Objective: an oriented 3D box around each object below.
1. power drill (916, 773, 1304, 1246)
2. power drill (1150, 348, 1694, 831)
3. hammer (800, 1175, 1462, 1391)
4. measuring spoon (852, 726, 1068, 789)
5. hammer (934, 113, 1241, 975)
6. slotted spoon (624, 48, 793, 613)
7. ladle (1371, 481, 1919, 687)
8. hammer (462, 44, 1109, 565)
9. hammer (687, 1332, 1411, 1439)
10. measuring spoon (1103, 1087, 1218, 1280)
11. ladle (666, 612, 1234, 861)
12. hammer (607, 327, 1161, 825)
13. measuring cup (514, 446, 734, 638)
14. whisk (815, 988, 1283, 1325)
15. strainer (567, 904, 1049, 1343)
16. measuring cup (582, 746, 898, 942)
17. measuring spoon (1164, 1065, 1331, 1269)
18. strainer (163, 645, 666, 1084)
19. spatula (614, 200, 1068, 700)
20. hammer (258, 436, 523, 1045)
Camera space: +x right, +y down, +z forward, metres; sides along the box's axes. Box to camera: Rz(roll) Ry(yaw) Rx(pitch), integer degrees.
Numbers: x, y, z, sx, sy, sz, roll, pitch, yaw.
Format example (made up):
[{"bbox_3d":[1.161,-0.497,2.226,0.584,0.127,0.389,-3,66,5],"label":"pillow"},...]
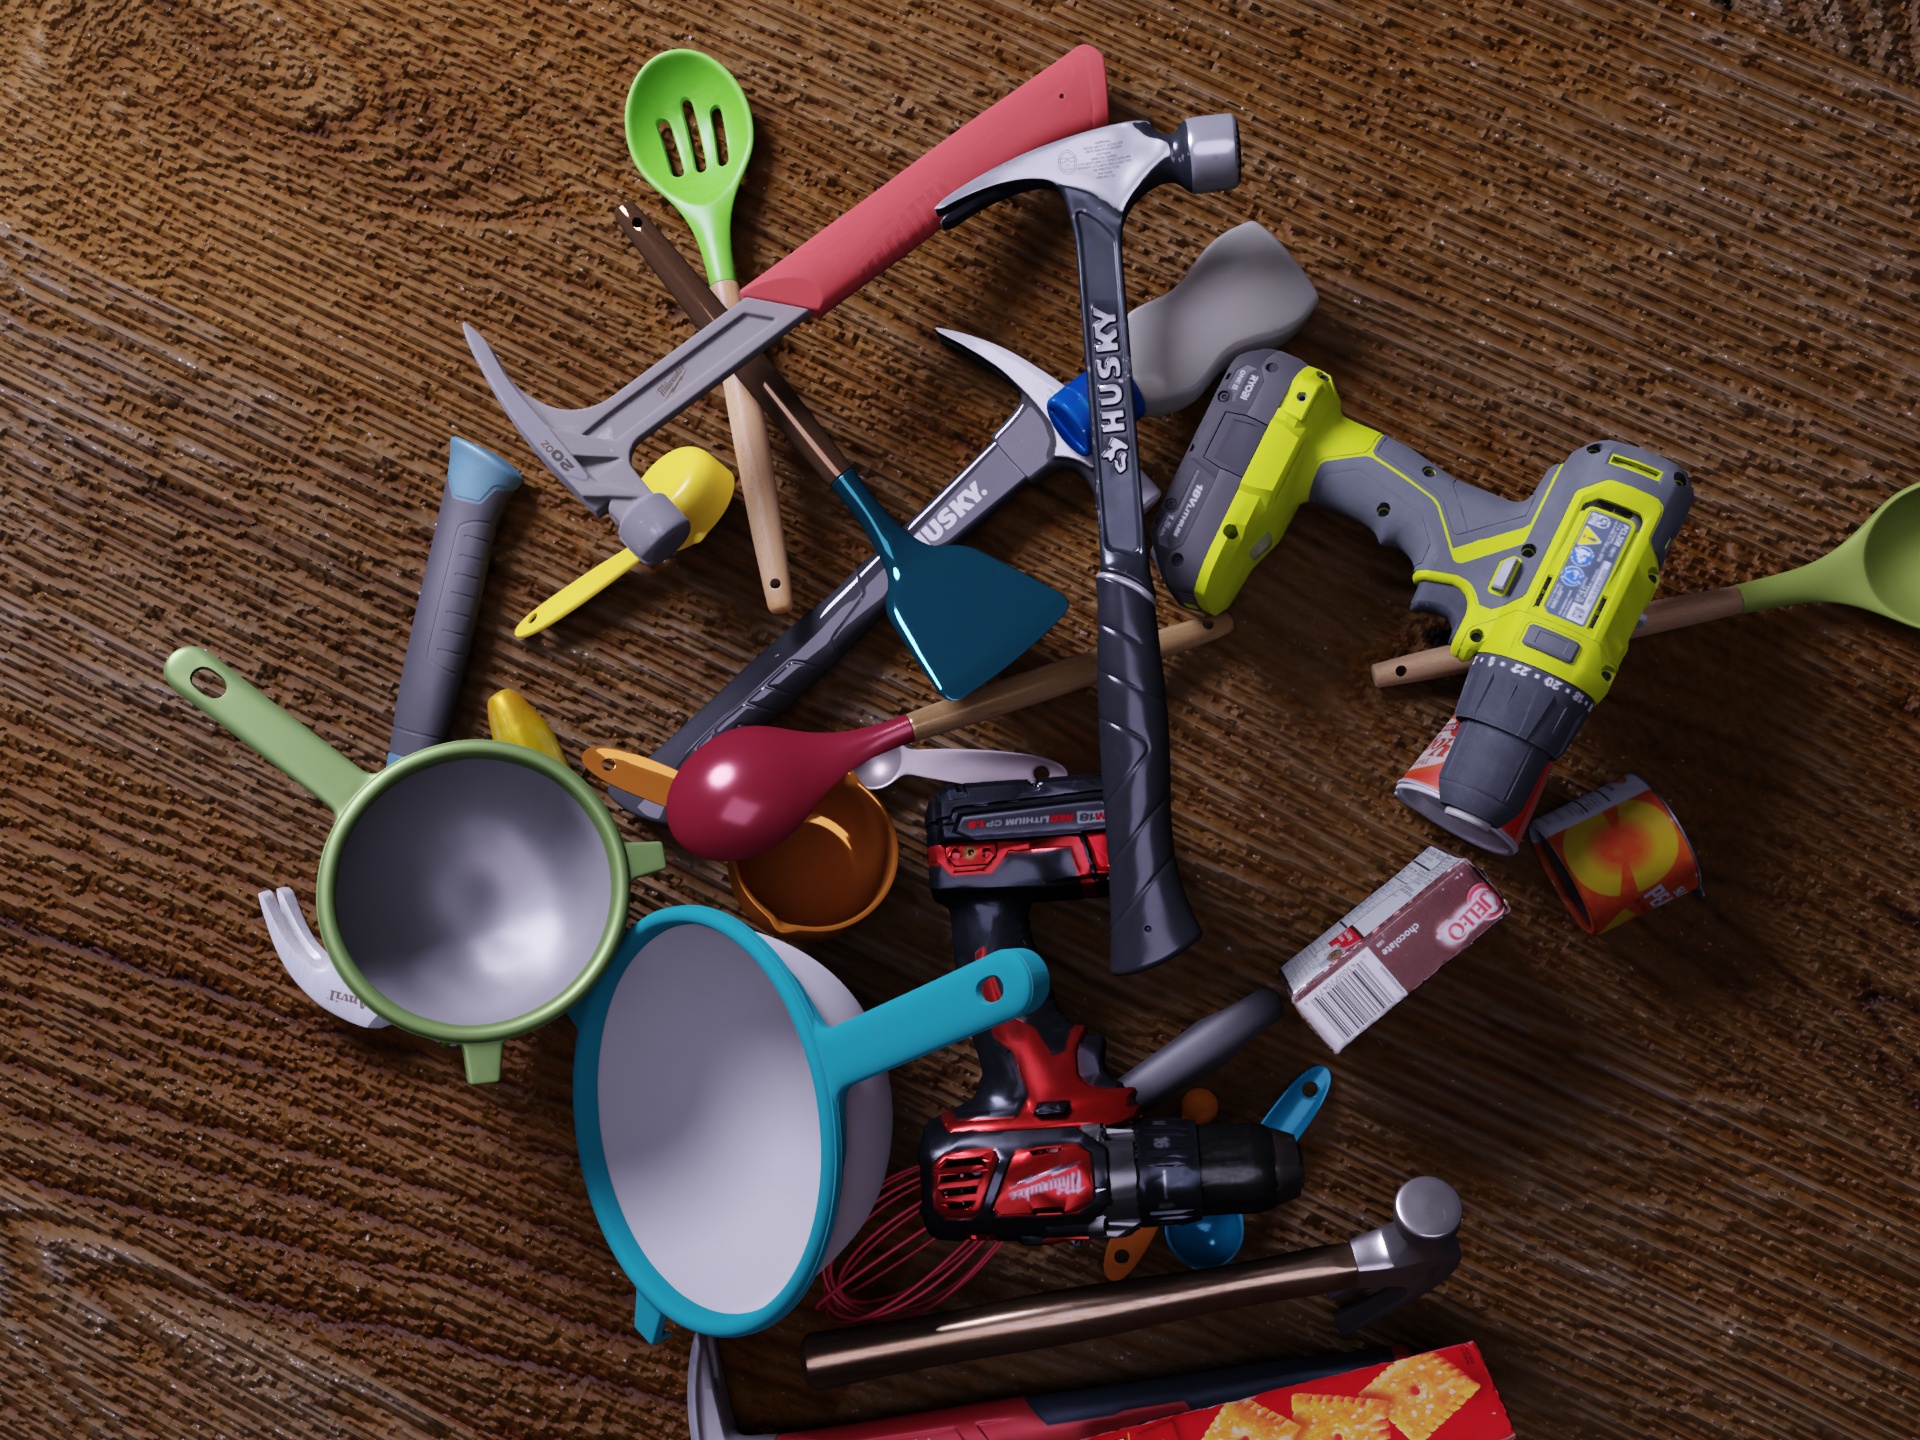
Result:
[{"bbox_3d":[0.069,0.145,0.801,0.188,0.080,0.227,-4,75,5],"label":"power drill"},{"bbox_3d":[0.215,-0.070,0.786,0.228,0.080,0.190,26,89,18],"label":"power drill"},{"bbox_3d":[0.084,0.295,0.801,0.331,0.129,0.031,-12,52,4],"label":"hammer"},{"bbox_3d":[-0.003,0.025,0.871,0.124,0.018,0.034,5,91,-1],"label":"measuring spoon"},{"bbox_3d":[0.073,-0.083,0.765,0.149,0.036,0.409,-4,87,8],"label":"hammer"},{"bbox_3d":[-0.125,-0.210,0.858,0.070,0.031,0.314,-12,83,3],"label":"slotted spoon"},{"bbox_3d":[0.372,-0.057,0.809,0.320,0.062,0.078,-12,89,8],"label":"ladle"},{"bbox_3d":[-0.069,-0.241,0.814,0.359,0.036,0.149,-40,84,-11],"label":"hammer"},{"bbox_3d":[0.046,0.363,0.852,0.386,0.038,0.143,-11,87,6],"label":"hammer"},{"bbox_3d":[0.107,0.252,0.858,0.021,0.011,0.117,27,93,5],"label":"measuring spoon"},{"bbox_3d":[-0.001,-0.003,0.825,0.315,0.031,0.069,-19,69,-11],"label":"ladle"},{"bbox_3d":[-0.063,-0.064,0.864,0.335,0.035,0.146,-42,87,5],"label":"hammer"},{"bbox_3d":[-0.192,-0.096,0.870,0.156,0.062,0.029,-33,131,13],"label":"measuring cup"},{"bbox_3d":[0.046,0.229,0.844,0.296,0.073,0.073,-34,87,0],"label":"whisk"},{"bbox_3d":[-0.061,0.172,0.781,0.340,0.095,0.211,-31,69,38],"label":"strainer"},{"bbox_3d":[-0.119,0.058,0.844,0.173,0.052,0.095,23,67,-3],"label":"measuring cup"},{"bbox_3d":[0.156,0.237,0.854,0.042,0.021,0.128,39,85,5],"label":"measuring spoon"},{"bbox_3d":[-0.289,0.055,0.804,0.256,0.069,0.151,40,68,-11],"label":"strainer"},{"bbox_3d":[-0.076,-0.150,0.821,0.082,0.044,0.317,-39,88,-11],"label":"spatula"},{"bbox_3d":[-0.301,0.007,0.890,0.128,0.033,0.331,14,91,5],"label":"hammer"}]
